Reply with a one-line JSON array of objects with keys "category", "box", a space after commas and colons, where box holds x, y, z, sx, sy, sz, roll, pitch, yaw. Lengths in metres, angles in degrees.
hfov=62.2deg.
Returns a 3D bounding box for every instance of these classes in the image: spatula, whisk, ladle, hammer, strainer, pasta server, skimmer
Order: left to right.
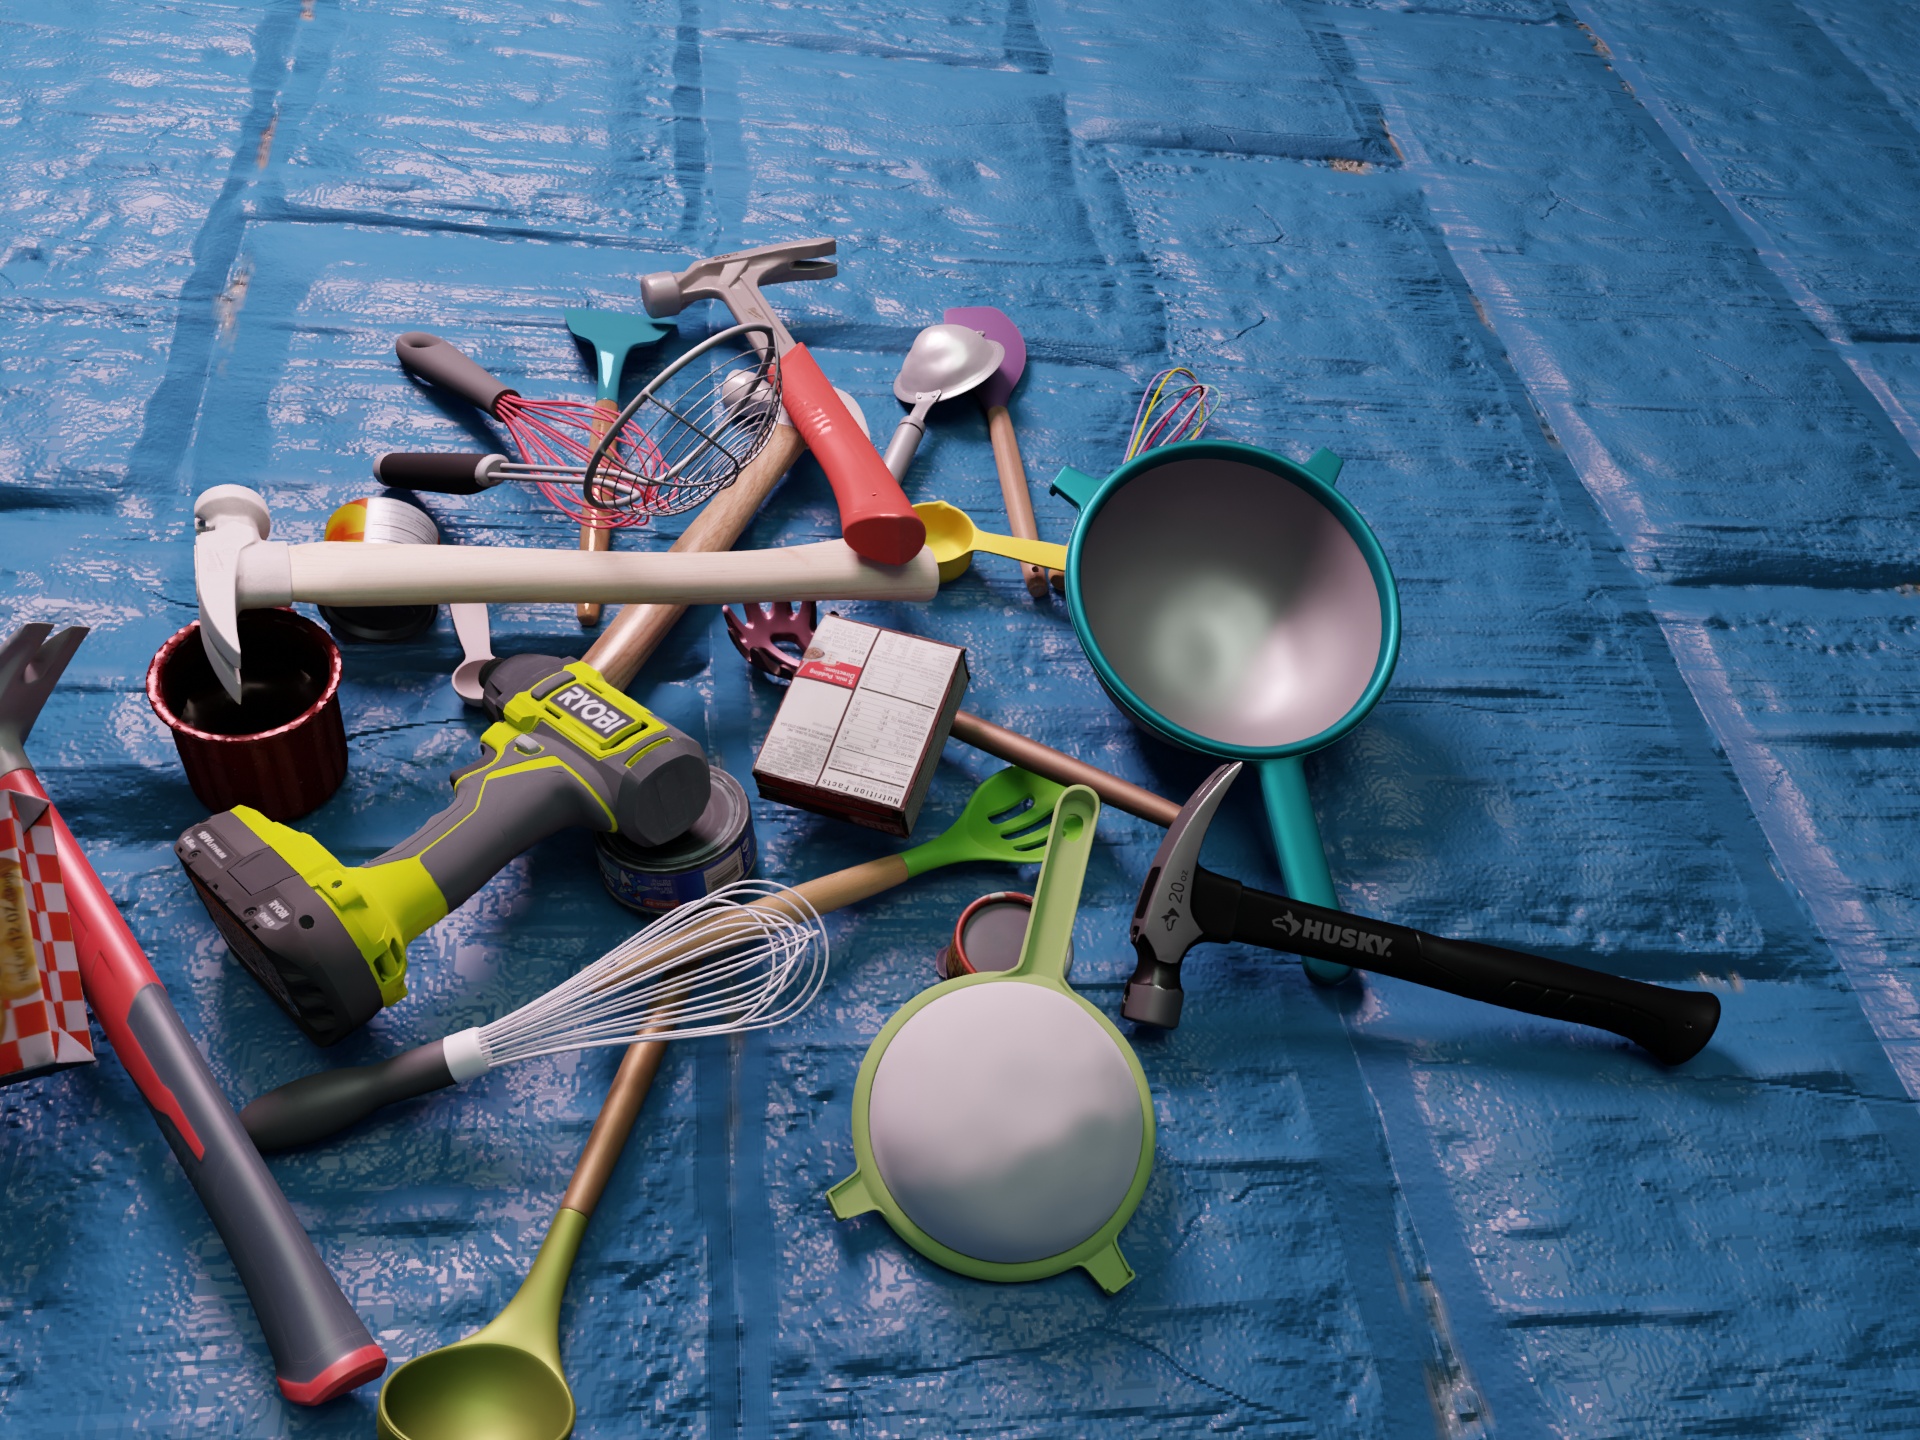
[{"category": "hammer", "box": [-0.360, 0.128, 0.715, 0.387, 0.143, 0.038, 48, 19, 21]}, {"category": "whisk", "box": [-0.283, -0.196, 1.025, 0.073, 0.073, 0.296, -32, 49, -33]}, {"category": "skimmer", "box": [-0.238, -0.166, 0.891, 0.363, 0.090, 0.127, 9, 37, 40]}, {"category": "whisk", "box": [-0.198, 0.146, 0.743, 0.284, 0.070, 0.070, -19, 55, -6]}, {"category": "ladle", "box": [-0.168, 0.199, 0.732, 0.078, 0.062, 0.320, 15, 46, 3]}, {"category": "hammer", "box": [-0.200, -0.074, 0.889, 0.410, 0.038, 0.146, -3, 41, -25]}, {"category": "spatula", "box": [-0.238, -0.184, 1.068, 0.082, 0.044, 0.318, 4, 54, -11]}, {"category": "hammer", "box": [-0.158, -0.114, 1.008, 0.130, 0.031, 0.331, 14, 50, 18]}, {"category": "hammer", "box": [-0.095, -0.221, 1.055, 0.149, 0.036, 0.359, -16, 46, -17]}, {"category": "strainer", "box": [-0.031, -0.212, 1.118, 0.087, 0.050, 0.259, -2, 49, 28]}, {"category": "pasta server", "box": [-0.001, -0.003, 0.926, 0.316, 0.040, 0.060, 24, 50, 19]}, {"category": "spatula", "box": [0.033, -0.205, 1.145, 0.059, 0.018, 0.316, -3, 50, -7]}, {"category": "strainer", "box": [0.038, 0.139, 0.778, 0.151, 0.069, 0.256, 16, 64, -1]}, {"category": "whisk", "box": [0.125, -0.171, 1.125, 0.051, 0.047, 0.245, 19, 52, 20]}, {"category": "strainer", "box": [0.169, -0.001, 0.967, 0.211, 0.095, 0.341, -7, 72, -15]}, {"category": "hammer", "box": [0.259, 0.126, 0.869, 0.334, 0.035, 0.146, 14, 83, -8]}]

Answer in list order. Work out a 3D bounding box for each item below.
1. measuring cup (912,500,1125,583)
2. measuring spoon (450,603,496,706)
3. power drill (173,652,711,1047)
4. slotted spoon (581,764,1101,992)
[{"category": "measuring cup", "box": [0.029, -0.105, 1.044, 0.156, 0.029, 0.062, 12, 50, 4]}, {"category": "measuring spoon", "box": [-0.290, -0.049, 0.948, 0.034, 0.018, 0.124, -9, 46, -18]}, {"category": "power drill", "box": [-0.262, 0.048, 0.805, 0.171, 0.080, 0.223, 29, 50, 36]}, {"category": "slotted spoon", "box": [-0.055, 0.086, 0.856, 0.313, 0.031, 0.070, -18, 50, -30]}]
